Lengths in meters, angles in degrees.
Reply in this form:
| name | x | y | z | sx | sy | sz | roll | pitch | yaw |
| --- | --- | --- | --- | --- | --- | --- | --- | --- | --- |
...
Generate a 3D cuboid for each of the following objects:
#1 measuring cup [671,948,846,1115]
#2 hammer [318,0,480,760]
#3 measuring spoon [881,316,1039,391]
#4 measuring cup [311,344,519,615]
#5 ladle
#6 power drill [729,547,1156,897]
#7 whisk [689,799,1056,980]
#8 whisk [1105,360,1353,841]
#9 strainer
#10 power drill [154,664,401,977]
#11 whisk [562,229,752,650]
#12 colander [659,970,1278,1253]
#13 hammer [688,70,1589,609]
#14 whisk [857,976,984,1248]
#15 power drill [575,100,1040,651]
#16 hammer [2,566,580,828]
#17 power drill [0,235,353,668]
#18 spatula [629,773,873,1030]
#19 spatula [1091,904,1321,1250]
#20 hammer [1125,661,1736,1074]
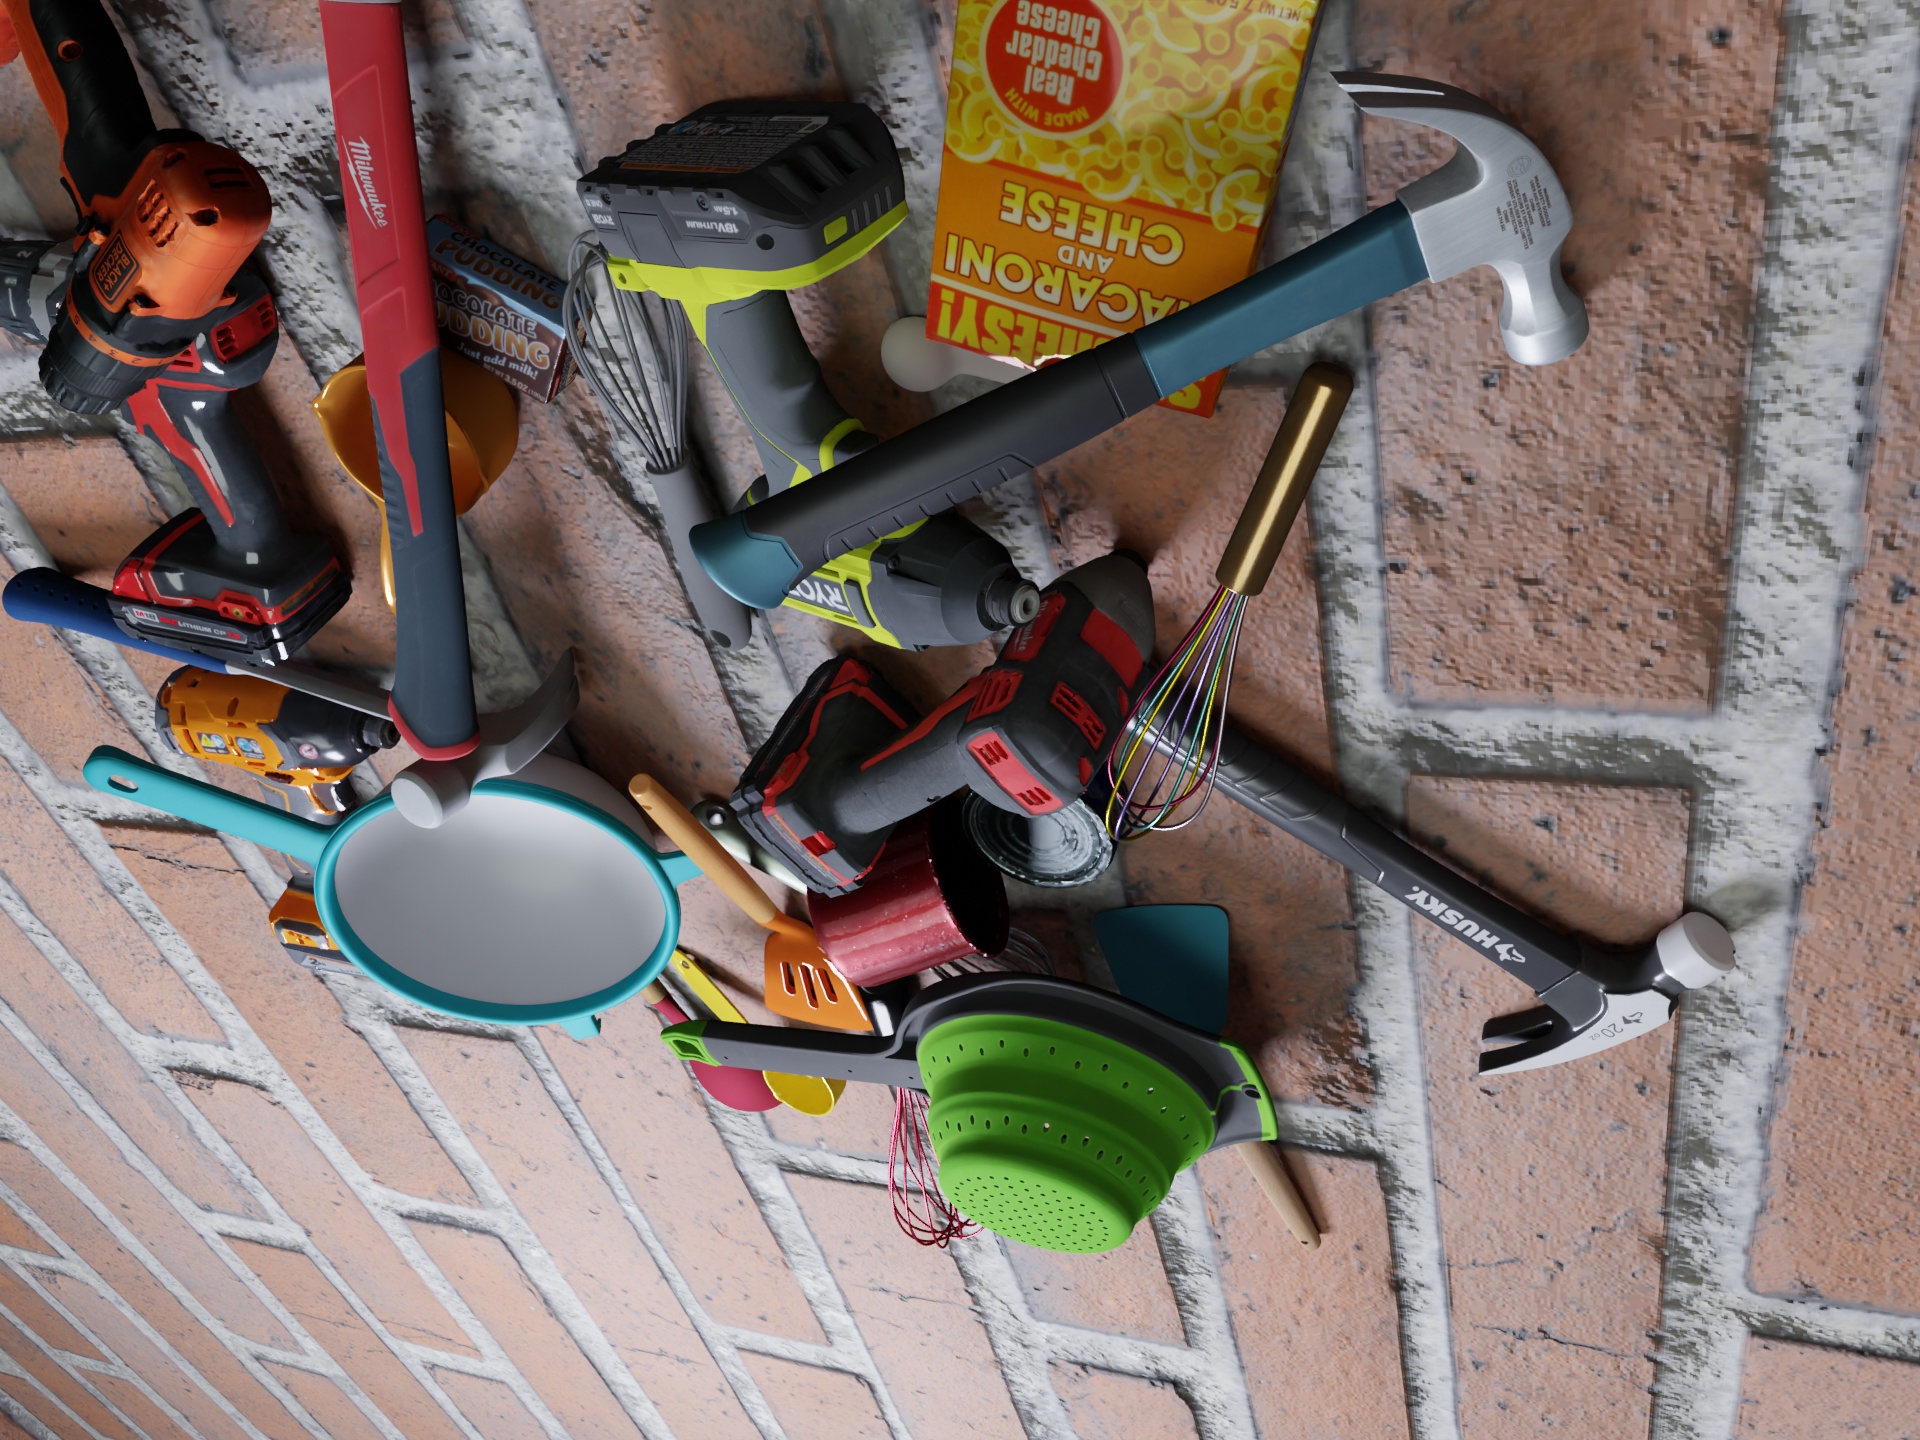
| name | x | y | z | sx | sy | sz | roll | pitch | yaw |
| --- | --- | --- | --- | --- | --- | --- | --- | --- | --- |
| measuring cup | -0.138 | 0.206 | 1.090 | 0.156 | 0.029 | 0.062 | 47 | 135 | -5 |
| hammer | -0.233 | -0.155 | 0.705 | 0.143 | 0.038 | 0.386 | 10 | 119 | 15 |
| measuring spoon | 0.023 | -0.147 | 0.677 | 0.124 | 0.018 | 0.034 | 11 | 134 | 14 |
| measuring cup | -0.274 | -0.123 | 0.816 | 0.095 | 0.052 | 0.173 | 25 | 138 | 1 |
| ladle | -0.220 | 0.170 | 1.087 | 0.069 | 0.031 | 0.315 | -16 | 121 | 35 |
| power drill | -0.001 | -0.002 | 0.747 | 0.078 | 0.143 | 0.219 | 45 | 140 | -19 |
| whisk | -0.052 | 0.109 | 0.937 | 0.246 | 0.058 | 0.059 | 27 | 145 | 6 |
| whisk | 0.115 | -0.042 | 0.695 | 0.047 | 0.051 | 0.244 | 11 | 123 | -14 |
| strainer | -0.328 | 0.062 | 0.948 | 0.340 | 0.095 | 0.211 | 23 | 126 | -19 |
| power drill | -0.405 | 0.065 | 1.036 | 0.164 | 0.084 | 0.226 | 4 | 129 | 21 |
| whisk | -0.136 | -0.123 | 0.759 | 0.055 | 0.055 | 0.238 | 7 | 137 | 19 |
| colander | -0.022 | 0.235 | 0.929 | 0.397 | 0.095 | 0.204 | 0 | 139 | 26 |
| hammer | 0.055 | -0.121 | 0.575 | 0.331 | 0.033 | 0.128 | -24 | 129 | 11 |
| whisk | -0.032 | 0.248 | 1.053 | 0.073 | 0.073 | 0.295 | 3 | 126 | 22 |
| power drill | -0.055 | -0.132 | 0.660 | 0.171 | 0.080 | 0.223 | 19 | 142 | 41 |
| hammer | -0.405 | -0.035 | 0.929 | 0.406 | 0.144 | 0.035 | 15 | 125 | 24 |
| power drill | -0.435 | -0.150 | 0.849 | 0.188 | 0.080 | 0.226 | 12 | 132 | 14 |
| spatula | -0.126 | 0.113 | 0.936 | 0.081 | 0.041 | 0.322 | 7 | 155 | 19 |
| spatula | 0.169 | 0.229 | 0.964 | 0.082 | 0.044 | 0.317 | -7 | 132 | 30 |
| hammer | 0.197 | 0.065 | 0.786 | 0.334 | 0.035 | 0.146 | 32 | 136 | -6 |
